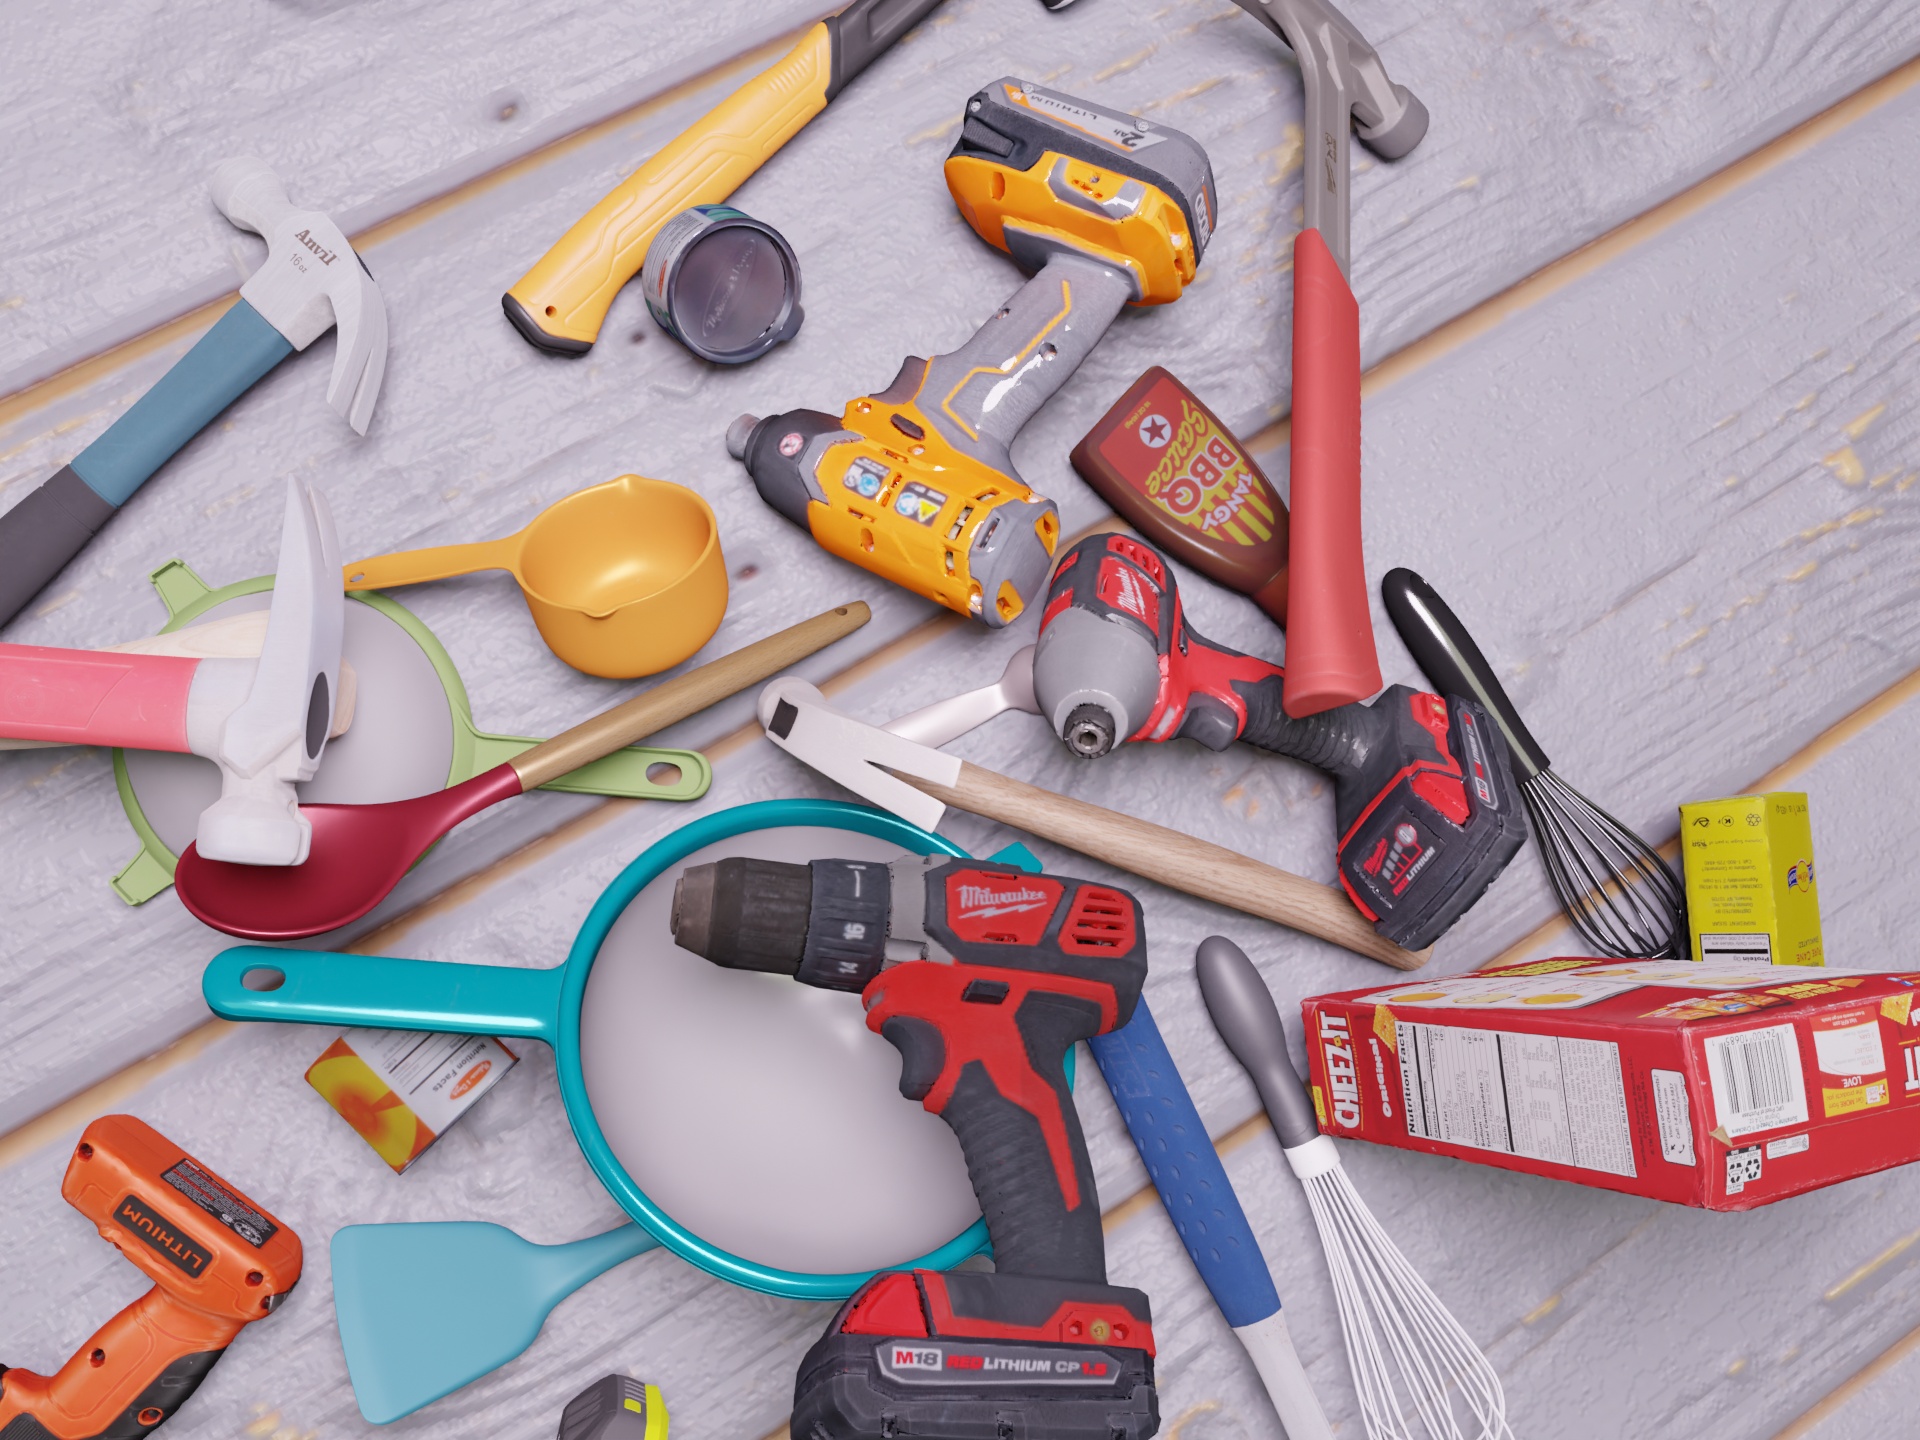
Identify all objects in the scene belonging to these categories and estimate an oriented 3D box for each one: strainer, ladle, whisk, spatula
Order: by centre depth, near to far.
[{"bbox_3d":[-0.127,0.137,0.659,0.340,0.095,0.211,7,56,-11],"label":"strainer"},{"bbox_3d":[-0.165,0.011,0.669,0.315,0.031,0.069,-28,57,-30],"label":"ladle"},{"bbox_3d":[-0.235,0.012,0.679,0.256,0.069,0.151,5,84,-8],"label":"strainer"},{"bbox_3d":[-0.104,0.211,0.695,0.317,0.044,0.082,-18,60,-13],"label":"spatula"},{"bbox_3d":[0.178,0.230,0.736,0.070,0.070,0.285,-24,84,-11],"label":"whisk"},{"bbox_3d":[0.281,0.023,0.779,0.055,0.055,0.239,-33,86,-11],"label":"whisk"}]

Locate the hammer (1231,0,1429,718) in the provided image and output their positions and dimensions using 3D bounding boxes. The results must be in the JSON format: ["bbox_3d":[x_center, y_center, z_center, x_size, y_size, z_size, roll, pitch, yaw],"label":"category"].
[{"bbox_3d":[0.156,-0.173,0.704,0.149,0.037,0.359,23,62,-36],"label":"hammer"}]

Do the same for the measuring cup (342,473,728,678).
[{"bbox_3d":[-0.187,-0.055,0.698,0.173,0.052,0.095,-6,45,4],"label":"measuring cup"}]

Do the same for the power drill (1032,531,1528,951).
[{"bbox_3d":[0.133,0.006,0.708,0.219,0.143,0.078,27,122,-6],"label":"power drill"}]

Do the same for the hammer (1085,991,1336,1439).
[{"bbox_3d":[0.132,0.279,0.711,0.144,0.035,0.405,-30,81,30],"label":"hammer"}]

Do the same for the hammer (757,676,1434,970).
[{"bbox_3d":[0.072,0.054,0.711,0.331,0.130,0.031,20,93,-17],"label":"hammer"}]

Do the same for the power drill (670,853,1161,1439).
[{"bbox_3d":[-0.019,0.148,0.581,0.188,0.080,0.227,8,53,-12],"label":"power drill"}]

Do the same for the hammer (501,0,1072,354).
[{"bbox_3d":[-0.084,-0.297,0.737,0.337,0.034,0.127,-44,118,-7],"label":"hammer"}]

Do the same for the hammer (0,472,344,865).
[{"bbox_3d":[-0.425,-0.032,0.588,0.386,0.038,0.143,4,83,1],"label":"hammer"}]

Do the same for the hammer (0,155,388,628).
[{"bbox_3d":[-0.379,-0.091,0.675,0.128,0.033,0.331,41,82,13],"label":"hammer"}]

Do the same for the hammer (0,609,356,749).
[{"bbox_3d":[-0.445,0.004,0.621,0.410,0.038,0.146,-1,83,1],"label":"hammer"}]

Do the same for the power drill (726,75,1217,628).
[{"bbox_3d":[0.002,-0.171,0.722,0.164,0.084,0.226,26,83,20],"label":"power drill"}]

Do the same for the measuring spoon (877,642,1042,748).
[{"bbox_3d":[-0.001,-0.002,0.746,0.124,0.018,0.034,-24,89,-10],"label":"measuring spoon"}]

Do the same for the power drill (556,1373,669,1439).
[{"bbox_3d":[-0.062,0.351,0.674,0.228,0.080,0.190,12,83,-11],"label":"power drill"}]
